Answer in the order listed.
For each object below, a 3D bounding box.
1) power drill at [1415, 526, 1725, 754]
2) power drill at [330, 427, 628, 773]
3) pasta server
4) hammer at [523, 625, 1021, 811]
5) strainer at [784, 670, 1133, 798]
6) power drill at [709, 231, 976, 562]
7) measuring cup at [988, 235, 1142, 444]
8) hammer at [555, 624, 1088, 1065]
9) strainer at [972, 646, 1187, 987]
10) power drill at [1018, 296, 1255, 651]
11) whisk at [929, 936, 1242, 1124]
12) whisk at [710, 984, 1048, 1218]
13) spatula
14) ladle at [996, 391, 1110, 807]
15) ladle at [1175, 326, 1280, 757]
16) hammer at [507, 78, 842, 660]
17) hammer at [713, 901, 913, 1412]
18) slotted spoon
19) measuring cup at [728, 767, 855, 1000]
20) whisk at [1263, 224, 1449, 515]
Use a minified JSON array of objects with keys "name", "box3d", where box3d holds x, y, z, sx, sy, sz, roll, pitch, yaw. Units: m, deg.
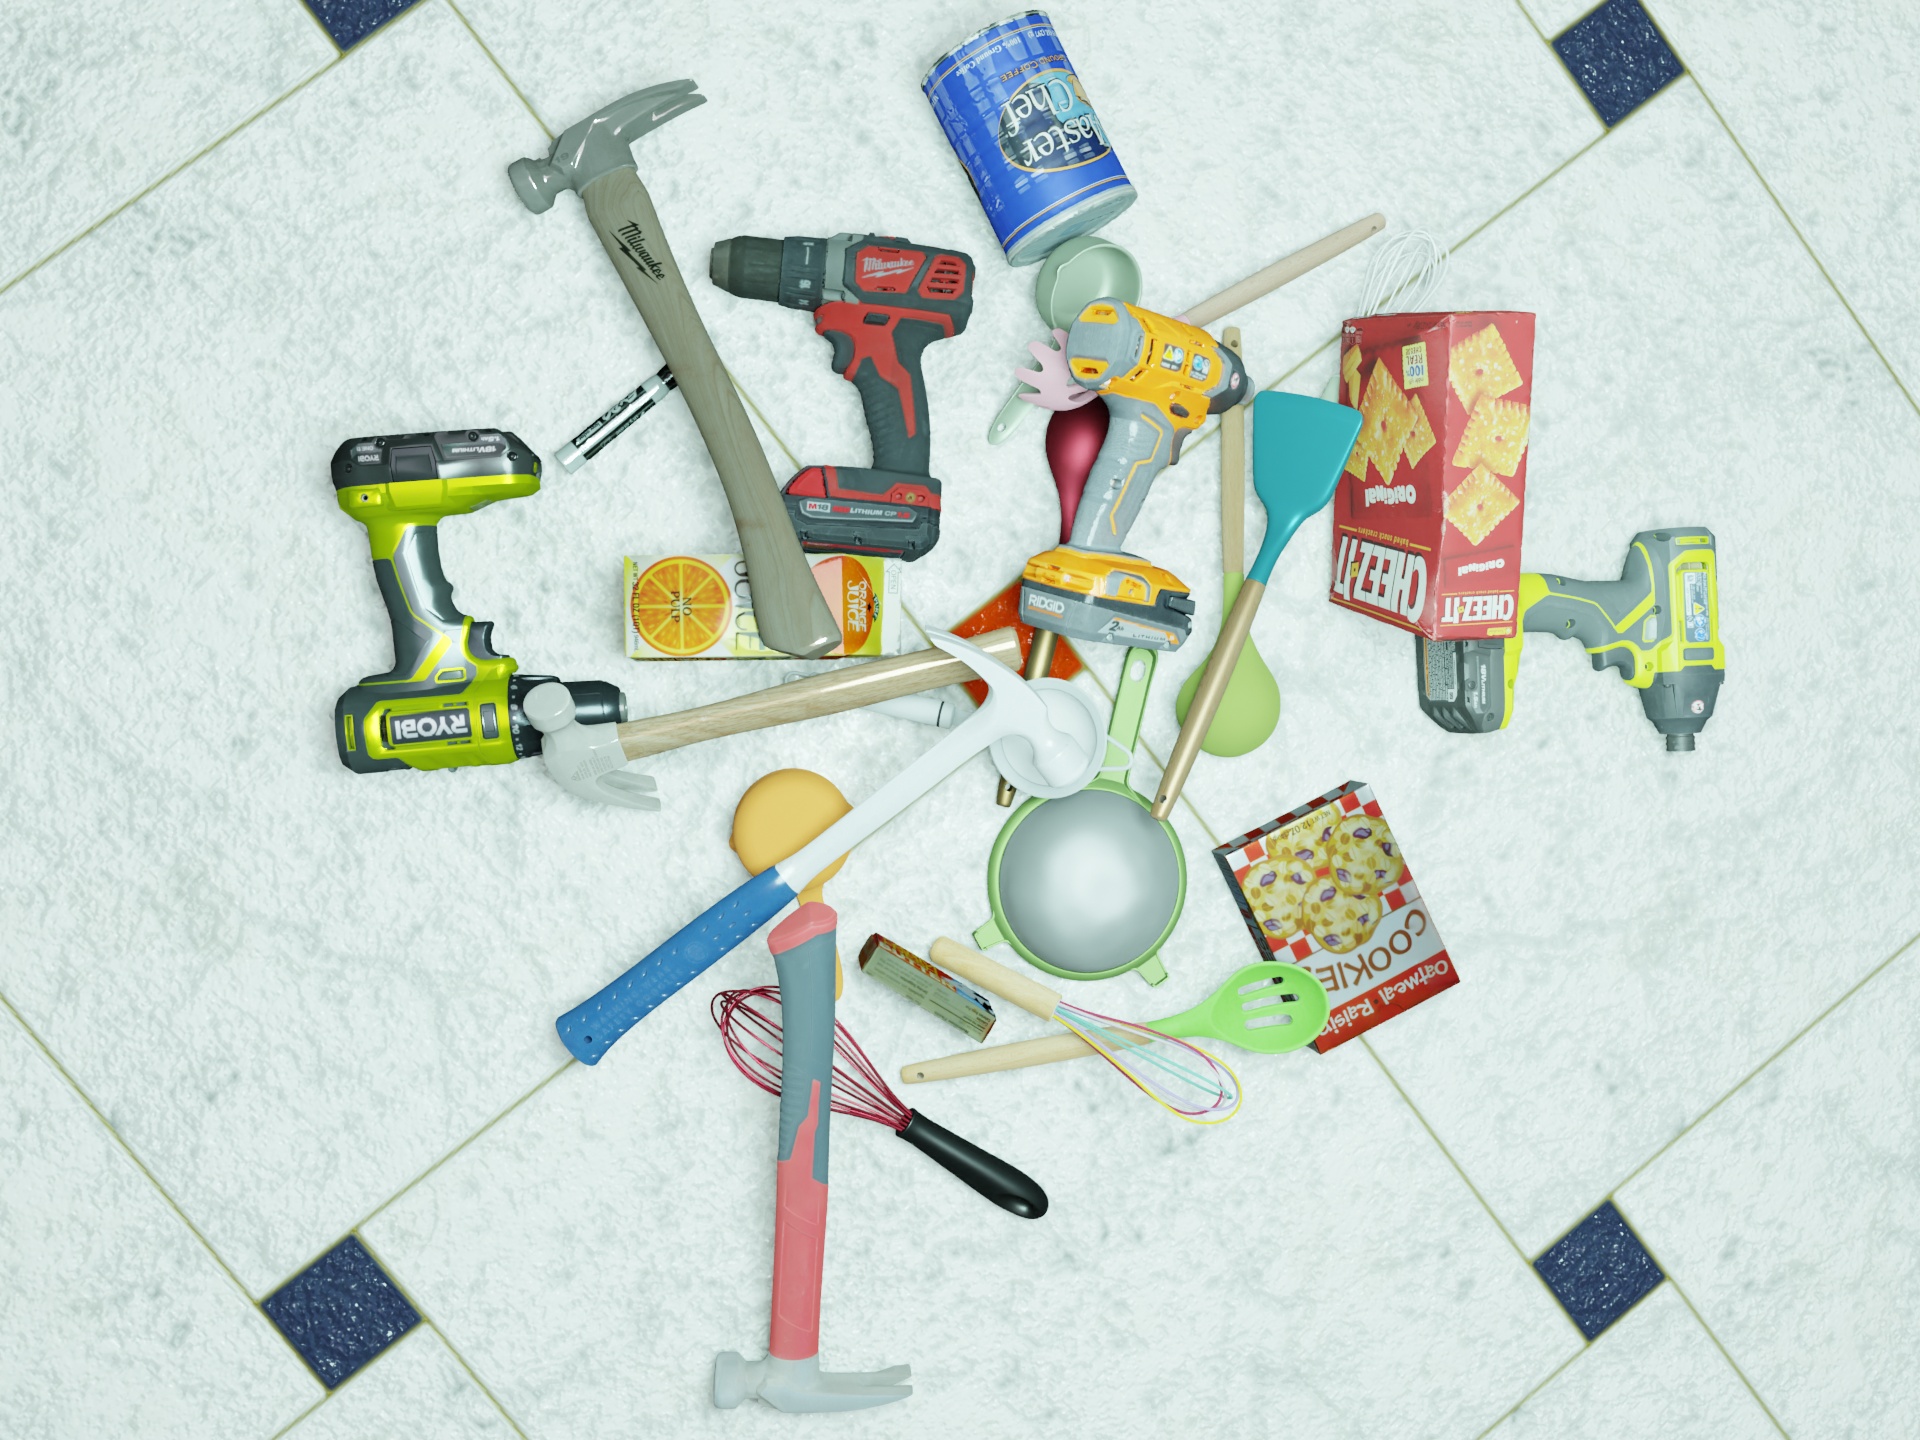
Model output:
[{"name":"power drill","box3d":[0.463,-0.055,1.194,0.223,0.080,0.171,-3,91,-10]},{"name":"power drill","box3d":[-0.335,-0.080,1.095,0.190,0.080,0.228,-6,94,-7]},{"name":"pasta server","box3d":[0.182,-0.306,1.167,0.316,0.060,0.040,-30,49,-15]},{"name":"hammer","box3d":[-0.120,-0.010,1.095,0.331,0.129,0.031,-14,53,-5]},{"name":"strainer","box3d":[-0.002,-0.004,1.142,0.258,0.050,0.087,13,100,5]},{"name":"power drill","box3d":[-0.090,-0.234,1.125,0.188,0.080,0.227,5,87,-7]},{"name":"measuring cup","box3d":[0.064,-0.277,1.161,0.083,0.038,0.167,24,109,-40]},{"name":"hammer","box3d":[-0.114,0.097,1.086,0.405,0.035,0.144,-38,108,6]},{"name":"strainer","box3d":[0.110,0.068,1.153,0.151,0.069,0.256,13,90,-7]},{"name":"power drill","box3d":[0.132,-0.167,1.121,0.164,0.084,0.226,4,101,-41]},{"name":"whisk","box3d":[0.086,0.217,1.129,0.245,0.051,0.047,25,87,15]},{"name":"whisk","box3d":[-0.055,0.278,1.141,0.295,0.073,0.073,36,86,-12]},{"name":"spatula","box3d":[0.195,-0.078,1.126,0.082,0.044,0.317,19,83,27]},{"name":"ladle","box3d":[0.069,-0.090,1.170,0.069,0.031,0.315,14,90,-8]},{"name":"ladle","box3d":[0.200,-0.133,1.183,0.078,0.062,0.320,1,84,-5]},{"name":"hammer","box3d":[-0.167,-0.234,1.076,0.146,0.038,0.411,-26,81,8]},{"name":"hammer","box3d":[-0.093,0.308,1.094,0.143,0.038,0.386,2,108,-7]},{"name":"slotted spoon","box3d":[0.111,0.230,1.159,0.314,0.031,0.070,-11,96,2]},{"name":"measuring cup","box3d":[-0.109,0.120,1.135,0.095,0.052,0.173,-14,90,-7]},{"name":"whisk","box3d":[0.292,-0.258,1.188,0.058,0.059,0.246,29,91,30]}]
